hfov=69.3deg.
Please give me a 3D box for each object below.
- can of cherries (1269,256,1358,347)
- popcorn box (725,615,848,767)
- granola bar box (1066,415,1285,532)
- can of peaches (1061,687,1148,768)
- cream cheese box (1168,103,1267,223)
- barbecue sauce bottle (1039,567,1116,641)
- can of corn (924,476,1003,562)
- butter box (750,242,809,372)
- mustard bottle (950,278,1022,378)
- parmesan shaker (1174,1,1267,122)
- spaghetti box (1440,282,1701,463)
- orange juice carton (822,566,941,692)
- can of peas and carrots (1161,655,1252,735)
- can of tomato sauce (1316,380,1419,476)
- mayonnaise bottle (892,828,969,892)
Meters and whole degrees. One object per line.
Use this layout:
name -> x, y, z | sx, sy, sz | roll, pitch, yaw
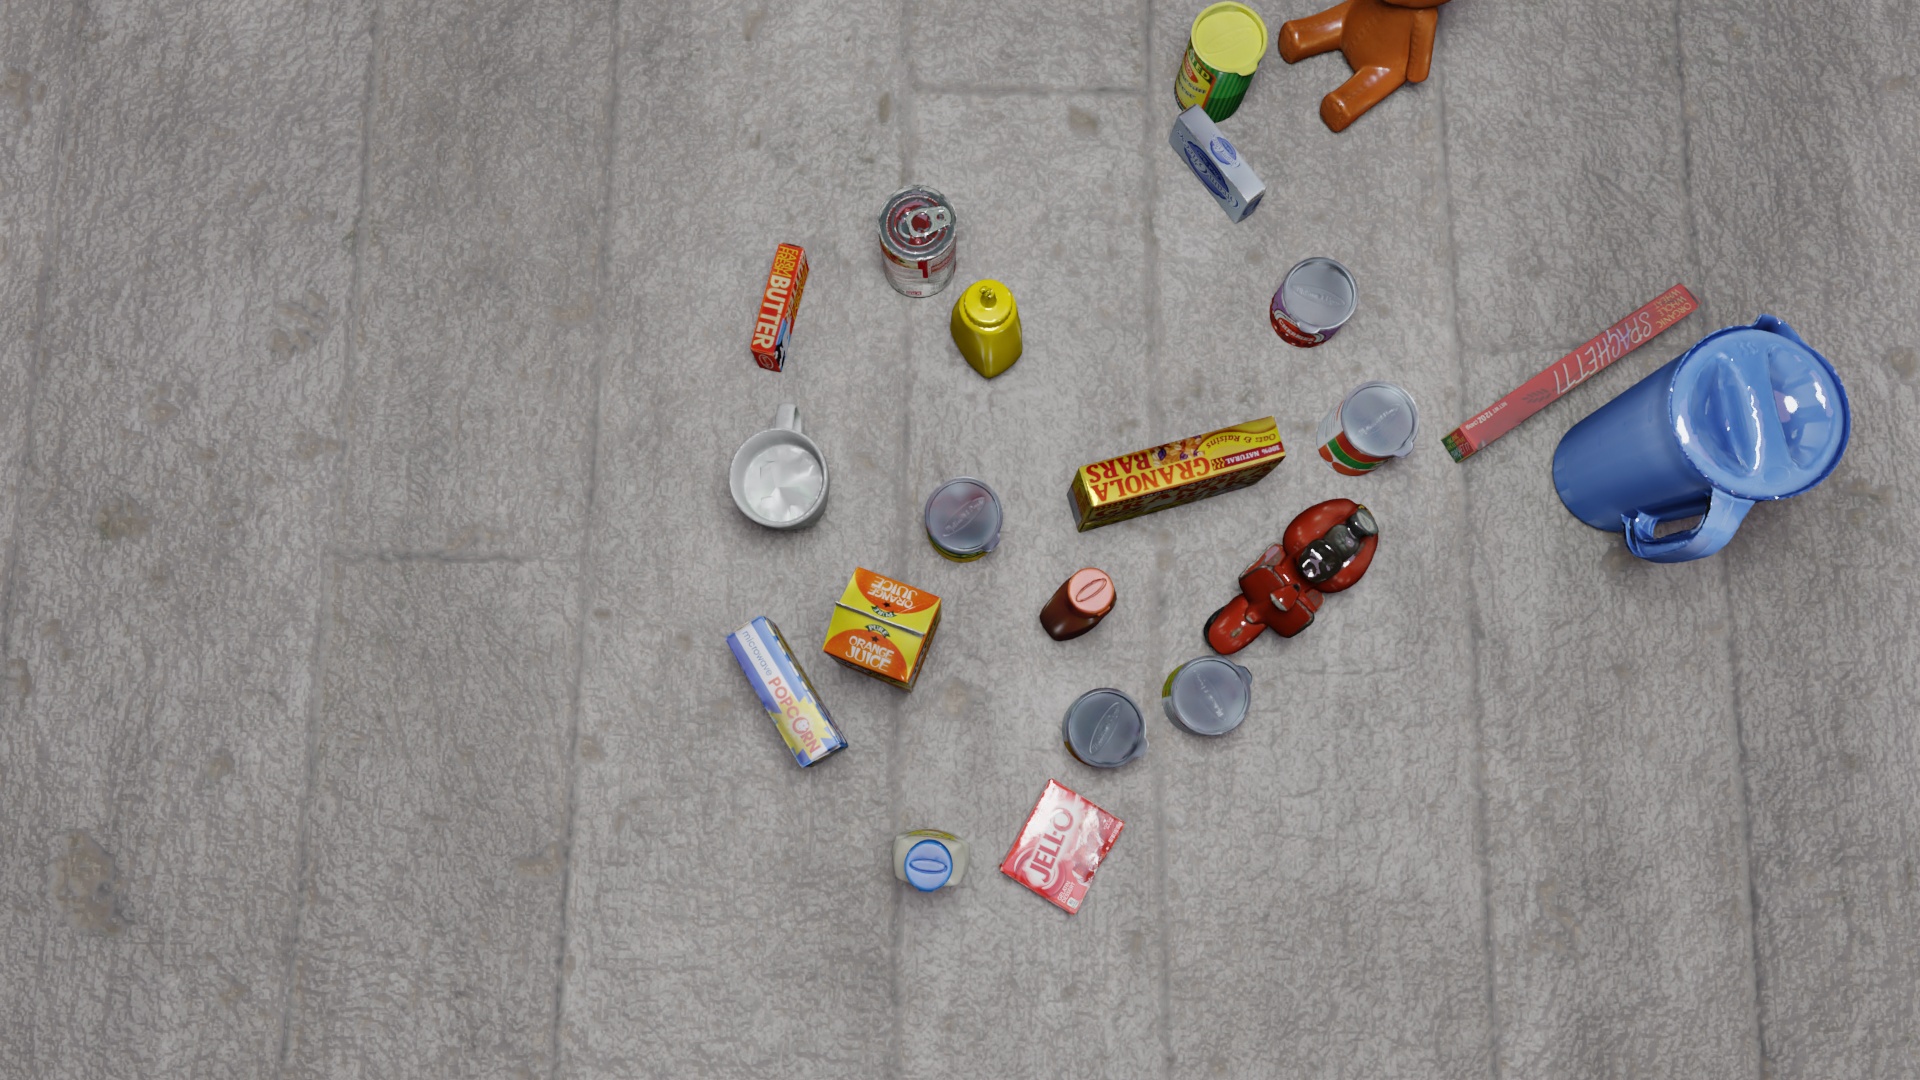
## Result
can of cherries -> 0.311, -0.209, 1.235 | 0.071, 0.058, 0.071 | 0, 81, -1
popcorn box -> -0.144, 0.127, 1.158 | 0.038, 0.085, 0.127 | -31, 82, -5
granola bar box -> 0.179, -0.053, 1.174 | 0.166, 0.124, 0.039 | -15, 81, -3
can of peaches -> 0.122, 0.160, 1.170 | 0.071, 0.058, 0.071 | 0, 81, -1
cream cheese box -> 0.233, -0.341, 1.260 | 0.024, 0.053, 0.104 | -36, 83, -6
barbecue sauce bottle -> 0.100, 0.050, 1.142 | 0.065, 0.148, 0.044 | -33, 83, -6
can of corn -> 0.004, -0.015, 1.198 | 0.071, 0.058, 0.071 | 0, 81, -1
butter box -> -0.160, -0.206, 1.231 | 0.024, 0.053, 0.103 | 13, 80, 2
mustard bottle -> 0.023, -0.186, 1.176 | 0.049, 0.160, 0.065 | -37, 83, -6
parmesan shaker -> 0.233, -0.425, 1.249 | 0.071, 0.103, 0.071 | 0, 81, -1
spaghetti box -> 0.541, -0.149, 1.232 | 0.250, 0.050, 0.029 | -32, 83, -6
orange juice carton -> -0.061, 0.072, 1.114 | 0.072, 0.192, 0.073 | 21, 81, 3
can of peas and carrots -> 0.209, 0.131, 1.175 | 0.071, 0.058, 0.071 | 0, 81, -1
can of tomato sauce -> 0.353, -0.094, 1.204 | 0.071, 0.083, 0.071 | 0, 81, -1
mayonnaise bottle -> -0.024, 0.254, 1.106 | 0.065, 0.148, 0.041 | 6, 81, 0
